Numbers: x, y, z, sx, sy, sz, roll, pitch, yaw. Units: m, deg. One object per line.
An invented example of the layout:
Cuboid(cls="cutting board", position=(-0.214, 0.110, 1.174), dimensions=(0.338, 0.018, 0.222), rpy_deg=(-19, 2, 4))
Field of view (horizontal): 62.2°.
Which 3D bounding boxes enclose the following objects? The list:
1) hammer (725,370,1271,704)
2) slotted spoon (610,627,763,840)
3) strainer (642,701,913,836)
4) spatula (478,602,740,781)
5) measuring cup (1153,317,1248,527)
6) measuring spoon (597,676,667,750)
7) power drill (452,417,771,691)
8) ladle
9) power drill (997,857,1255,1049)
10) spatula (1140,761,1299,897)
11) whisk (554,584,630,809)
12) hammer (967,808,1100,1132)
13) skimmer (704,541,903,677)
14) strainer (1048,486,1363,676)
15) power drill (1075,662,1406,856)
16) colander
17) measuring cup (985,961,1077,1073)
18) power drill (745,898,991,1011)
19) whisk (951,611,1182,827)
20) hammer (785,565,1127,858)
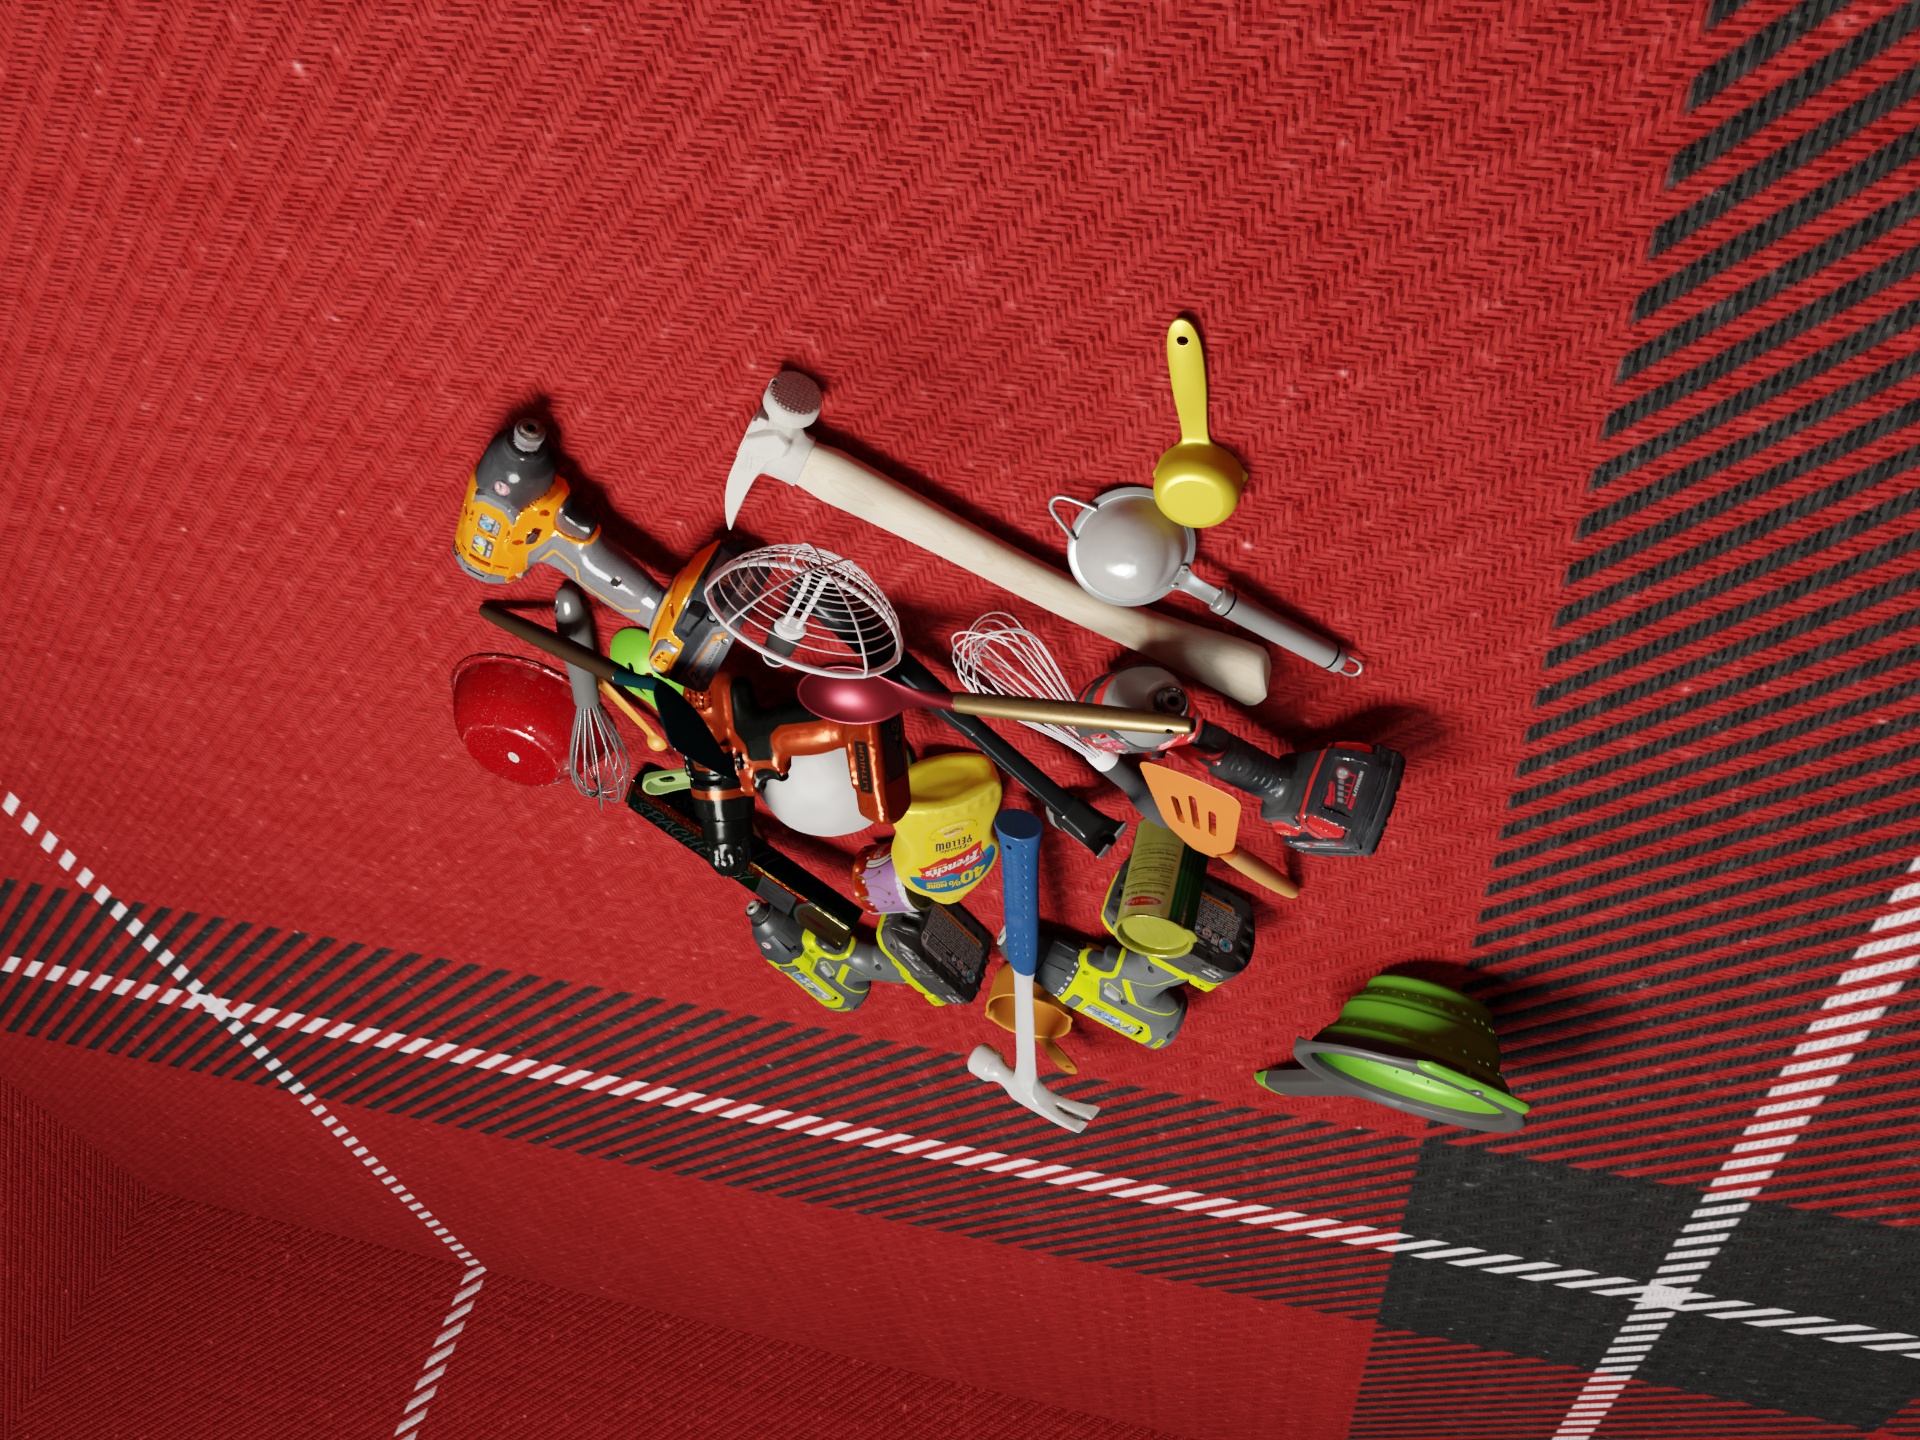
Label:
Cuboid(cls="hammer", position=(0.032, -0.104, 1.127), dimensions=(0.410, 0.038, 0.146), rpy_deg=(25, 145, -10))
Cuboid(cls="slotted spoon", position=(-0.236, 0.030, 1.430), dimensions=(0.070, 0.031, 0.313), rpy_deg=(8, 145, 25))
Cuboid(cls="strainer", position=(-0.168, 0.060, 1.378), dimensions=(0.256, 0.069, 0.151), rpy_deg=(-8, 140, 19))
Cuboid(cls="spatula", position=(-0.291, -0.034, 1.256), dimensions=(0.318, 0.044, 0.082), rpy_deg=(23, 174, 36))
Cuboid(cls="measuring cup", position=(0.142, -0.179, 0.982), dimensions=(0.062, 0.029, 0.156), rpy_deg=(4, 144, 18))
Cuboid(cls="measuring spoon", position=(-0.301, -0.013, 1.396), dimensions=(0.116, 0.011, 0.021), rpy_deg=(48, 154, -22))
Cuboid(cls="power drill", position=(-0.262, -0.128, 1.186), dimensions=(0.226, 0.084, 0.164), rpy_deg=(29, 143, -8))
Cuboid(cls="ladle", position=(0.019, -0.011, 1.125), dimensions=(0.315, 0.031, 0.069), rpy_deg=(6, 146, 31))
Cuboid(cls="power drill", position=(0.149, 0.211, 1.462), dimensions=(0.190, 0.080, 0.228), rpy_deg=(28, 146, -5))
Cuboid(cls="spatula", position=(0.219, 0.098, 1.233), dimensions=(0.081, 0.041, 0.322), rpy_deg=(22, 176, 30))
Cuboid(cls="whisk", position=(-0.321, -0.017, 1.364), dimensions=(0.055, 0.055, 0.238), rpy_deg=(10, 132, 11))
Cuboid(cls="hammer", position=(0.063, 0.237, 1.468), dimensions=(0.144, 0.035, 0.405), rpy_deg=(27, 141, 29))
Cuboid(cls="skimmer", position=(-0.121, -0.050, 1.103), dimensions=(0.127, 0.090, 0.363), rpy_deg=(19, 169, -9))
Cuboid(cls="strainer", position=(0.173, -0.085, 1.082), dimensions=(0.258, 0.050, 0.087), rpy_deg=(24, 117, -19))
Cuboid(cls="power drill", position=(0.198, 0.023, 1.146), dimensions=(0.219, 0.078, 0.143), rpy_deg=(23, 170, -11))
Cuboid(cls="colander", position=(0.385, 0.304, 1.490), dimensions=(0.204, 0.094, 0.397), rpy_deg=(24, 162, -10))
Cuboid(cls="measuring cup", position=(0.090, 0.303, 1.631), dimensions=(0.095, 0.052, 0.173), rpy_deg=(-4, 141, 27))
Cuboid(cls="power drill", position=(-0.098, 0.227, 1.591), dimensions=(0.223, 0.080, 0.171), rpy_deg=(-11, 136, 38))
Cuboid(cls="whisk", position=(0.093, 0.010, 1.238), dimensions=(0.070, 0.070, 0.284), rpy_deg=(-16, 137, 38))
Cuboid(cls="hammer", position=(-0.002, -0.004, 1.234), dimensions=(0.334, 0.035, 0.146), rpy_deg=(40, 177, -19))
